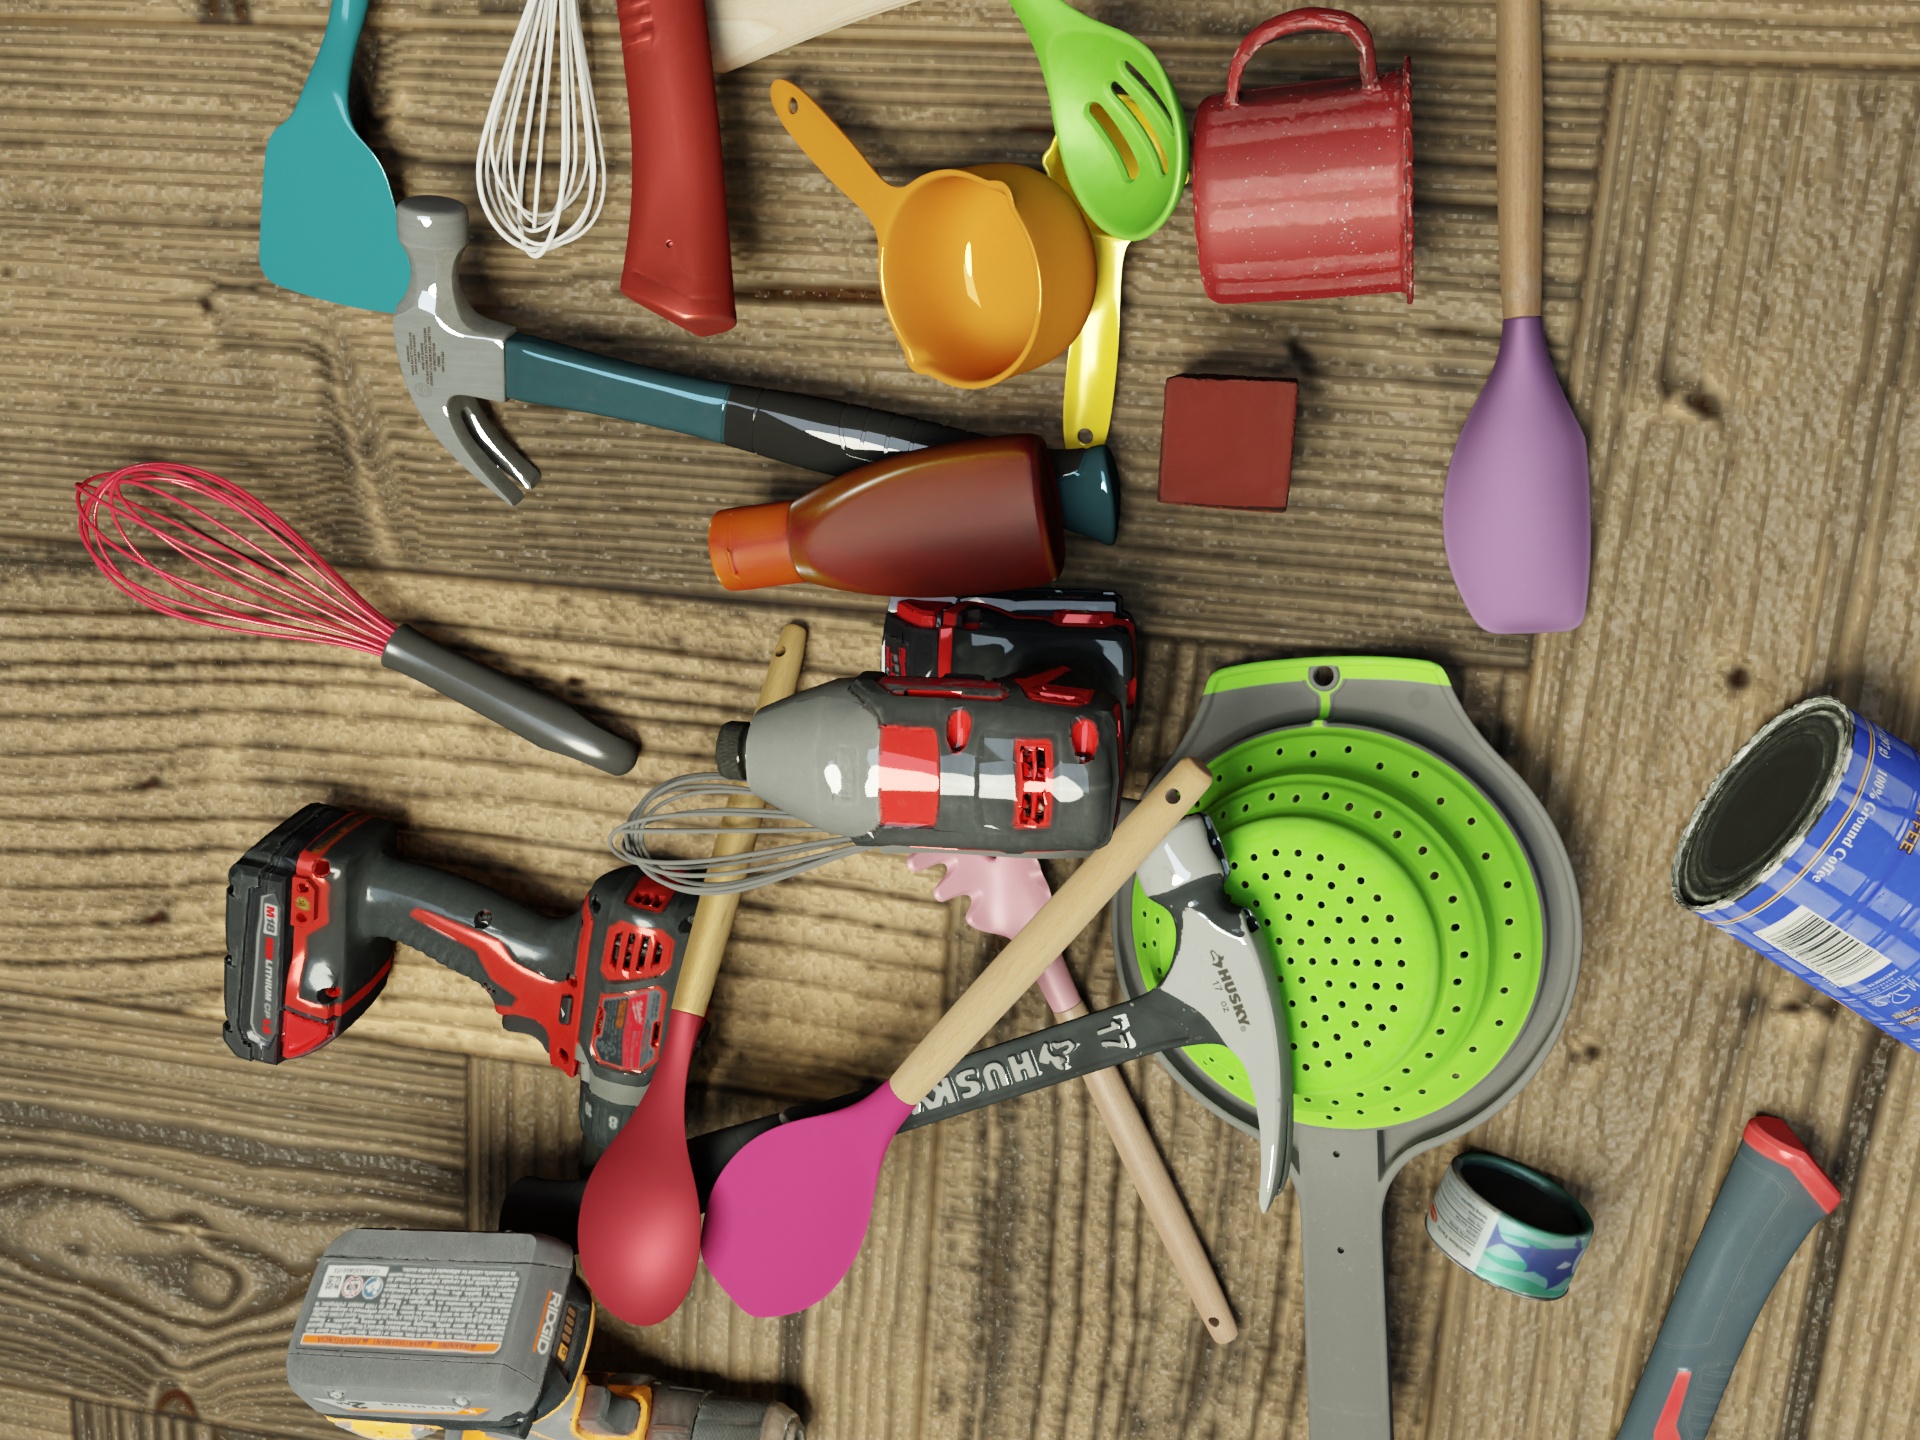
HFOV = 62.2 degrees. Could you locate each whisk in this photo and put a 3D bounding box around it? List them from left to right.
[{"bbox_3d":[-0.289,-0.045,0.762,0.296,0.073,0.073,27,105,-1],"label":"whisk"},{"bbox_3d":[-0.175,-0.327,0.690,0.057,0.059,0.246,1,101,-34],"label":"whisk"},{"bbox_3d":[-0.031,0.048,0.680,0.239,0.055,0.055,-1,102,3],"label":"whisk"}]

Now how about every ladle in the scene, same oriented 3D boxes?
[{"bbox_3d":[-0.113,0.105,0.708,0.069,0.031,0.315,5,74,33],"label":"ladle"}]

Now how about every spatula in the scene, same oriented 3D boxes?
[{"bbox_3d":[-0.264,-0.348,0.712,0.082,0.044,0.317,14,99,8],"label":"spatula"},{"bbox_3d":[0.228,-0.191,0.653,0.060,0.018,0.316,0,102,20],"label":"spatula"}]

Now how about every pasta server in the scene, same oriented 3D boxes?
[{"bbox_3d":[0.059,0.161,0.748,0.060,0.040,0.316,-22,98,26],"label":"pasta server"}]

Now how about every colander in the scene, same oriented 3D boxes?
[{"bbox_3d":[0.151,0.172,0.665,0.204,0.094,0.397,-2,92,24],"label":"colander"}]

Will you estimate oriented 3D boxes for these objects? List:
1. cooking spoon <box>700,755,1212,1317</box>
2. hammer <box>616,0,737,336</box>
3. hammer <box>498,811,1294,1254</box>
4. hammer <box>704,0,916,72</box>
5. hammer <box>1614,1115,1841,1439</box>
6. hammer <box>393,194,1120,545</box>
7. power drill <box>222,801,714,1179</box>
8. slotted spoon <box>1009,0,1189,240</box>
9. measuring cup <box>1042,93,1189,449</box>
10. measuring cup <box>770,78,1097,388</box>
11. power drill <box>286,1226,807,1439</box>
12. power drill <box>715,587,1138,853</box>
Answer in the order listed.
[{"bbox_3d":[-0.007,0.131,0.634,0.069,0.017,0.319,45,112,15],"label":"cooking spoon"},{"bbox_3d":[-0.117,-0.339,0.643,0.149,0.037,0.359,-7,92,2],"label":"hammer"},{"bbox_3d":[-0.047,0.179,0.687,0.409,0.036,0.149,-25,82,25],"label":"hammer"},{"bbox_3d":[0.084,-0.333,0.632,0.410,0.038,0.146,-14,88,15],"label":"hammer"},{"bbox_3d":[0.300,0.357,0.744,0.143,0.038,0.386,16,104,9],"label":"hammer"},{"bbox_3d":[-0.089,-0.134,0.703,0.331,0.033,0.128,13,124,3],"label":"hammer"},{"bbox_3d":[-0.235,0.144,0.782,0.226,0.080,0.187,12,111,4],"label":"power drill"},{"bbox_3d":[-0.002,-0.325,0.614,0.314,0.031,0.070,56,149,-1],"label":"slotted spoon"},{"bbox_3d":[0.063,-0.187,0.686,0.062,0.029,0.156,11,115,12],"label":"measuring cup"},{"bbox_3d":[-0.012,-0.217,0.675,0.174,0.052,0.095,49,136,16],"label":"measuring cup"},{"bbox_3d":[-0.187,0.320,0.759,0.185,0.084,0.226,-3,141,13],"label":"power drill"},{"bbox_3d":[-0.001,-0.002,0.630,0.143,0.220,0.078,2,102,10],"label":"power drill"}]
